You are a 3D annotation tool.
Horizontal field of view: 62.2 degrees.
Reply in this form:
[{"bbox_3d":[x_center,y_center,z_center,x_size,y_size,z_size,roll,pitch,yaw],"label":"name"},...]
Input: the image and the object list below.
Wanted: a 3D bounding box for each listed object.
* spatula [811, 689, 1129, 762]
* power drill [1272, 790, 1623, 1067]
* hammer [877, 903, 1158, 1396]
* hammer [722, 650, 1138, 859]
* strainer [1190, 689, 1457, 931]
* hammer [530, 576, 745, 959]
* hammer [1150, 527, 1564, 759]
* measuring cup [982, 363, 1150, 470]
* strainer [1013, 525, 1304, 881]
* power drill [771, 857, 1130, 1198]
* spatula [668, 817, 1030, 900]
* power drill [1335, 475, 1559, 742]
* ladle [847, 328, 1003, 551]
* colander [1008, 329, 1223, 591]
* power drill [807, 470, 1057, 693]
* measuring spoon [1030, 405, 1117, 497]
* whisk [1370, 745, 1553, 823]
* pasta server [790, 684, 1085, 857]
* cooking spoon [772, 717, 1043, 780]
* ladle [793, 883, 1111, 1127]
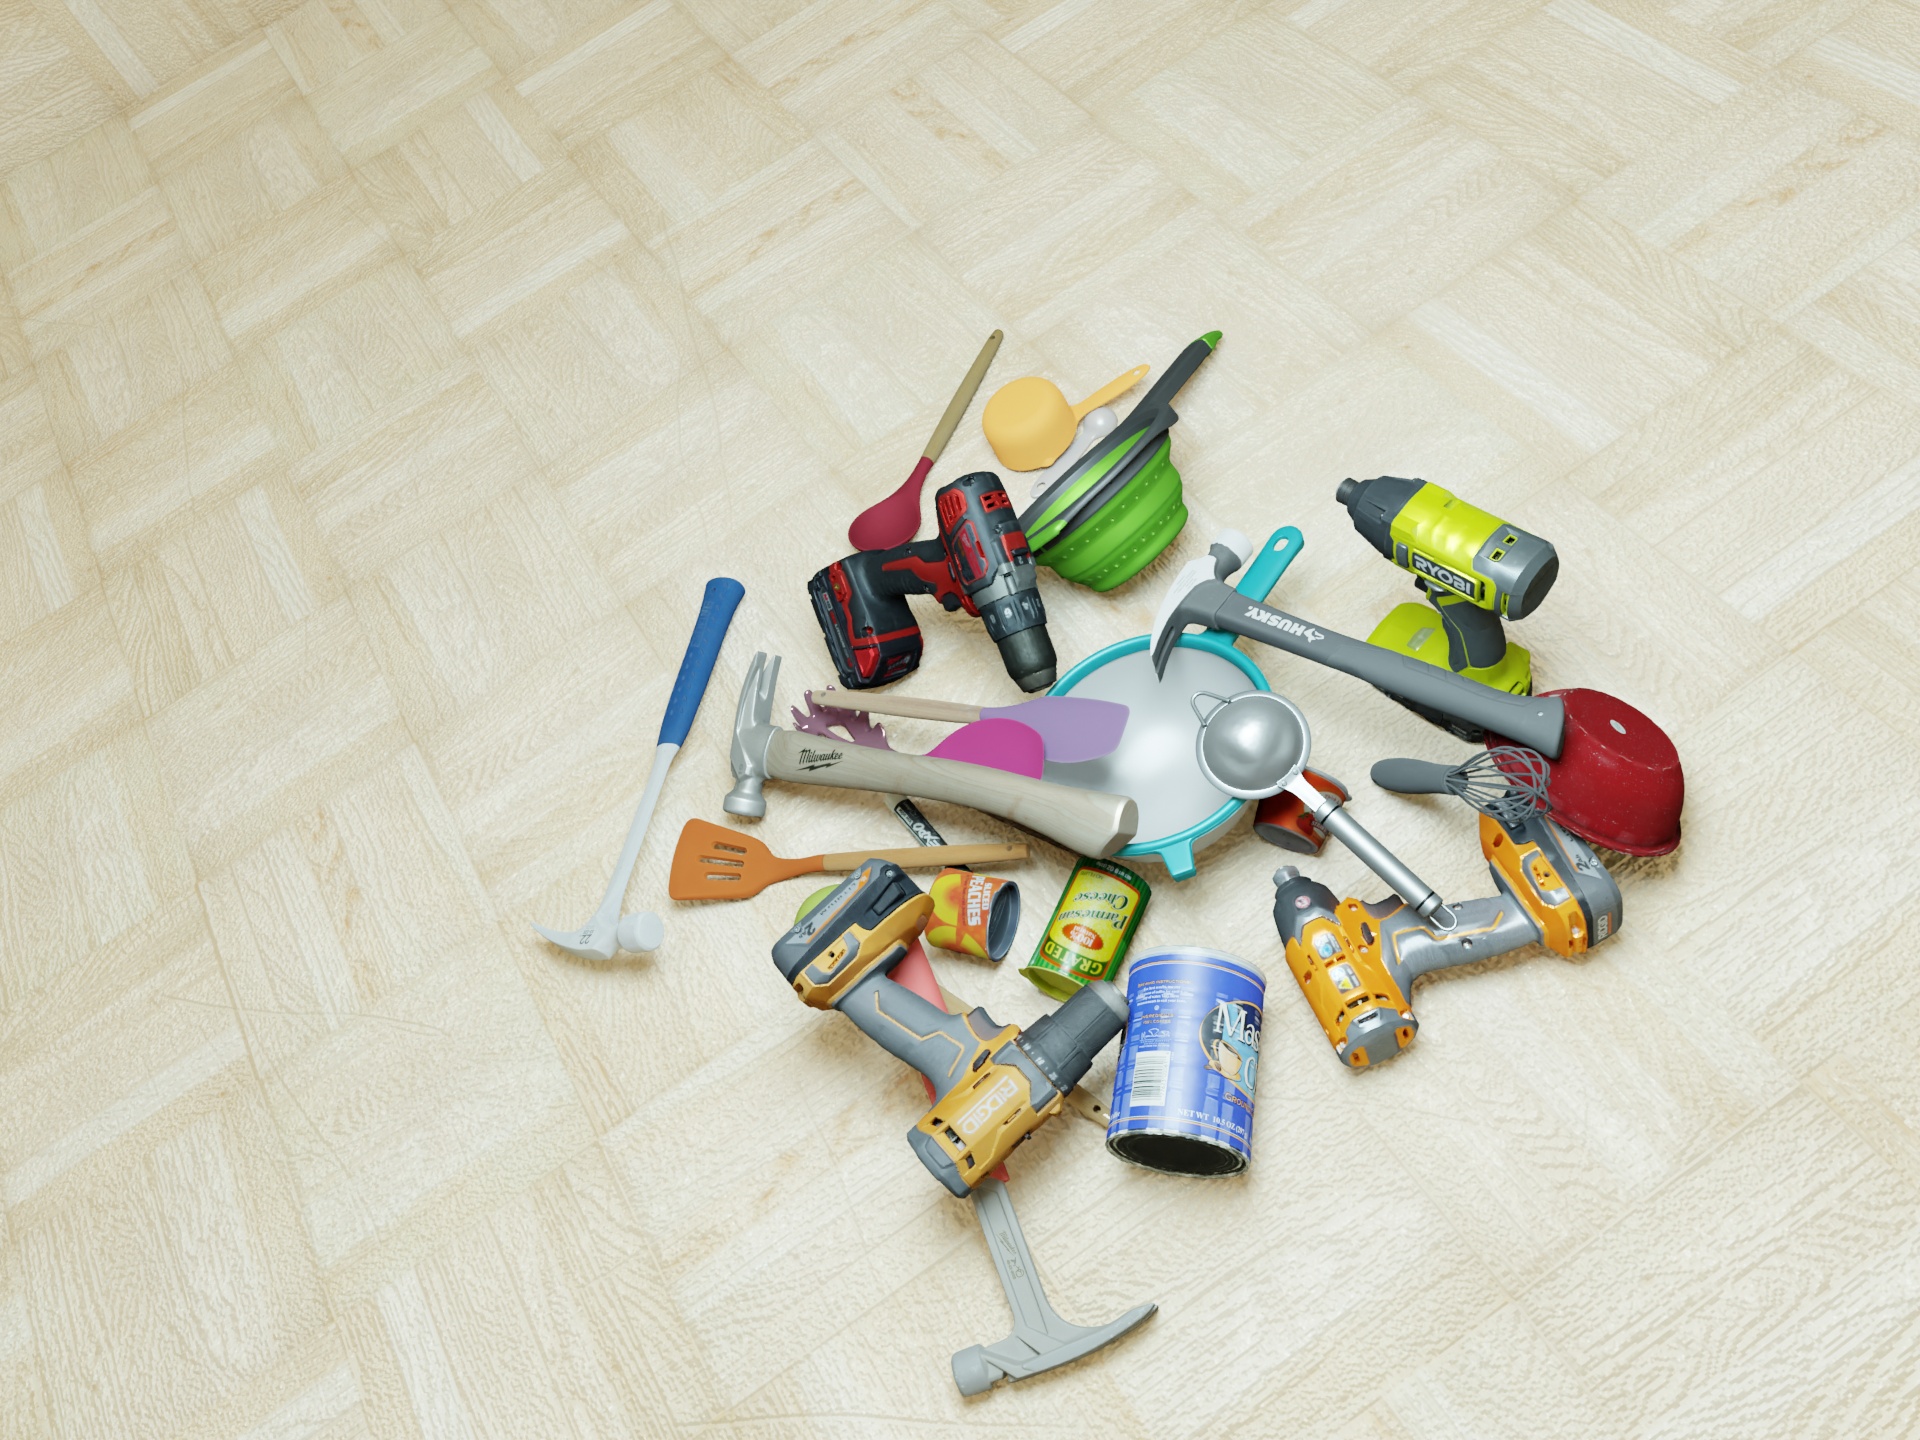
[{"bbox_3d":[-0.002,-0.004,1.336,0.316,0.018,0.060,7,65,35],"label":"spatula"},{"bbox_3d":[0.348,0.138,1.179,0.226,0.084,0.164,-27,52,4],"label":"power drill"},{"bbox_3d":[0.011,0.296,1.178,0.149,0.036,0.359,-24,63,3],"label":"hammer"},{"bbox_3d":[-0.034,0.037,1.301,0.411,0.038,0.146,9,89,37],"label":"hammer"},{"bbox_3d":[0.262,0.060,1.161,0.087,0.050,0.259,-45,71,-1],"label":"strainer"},{"bbox_3d":[-0.277,0.035,1.460,0.144,0.035,0.406,-12,49,34],"label":"hammer"},{"bbox_3d":[0.297,-0.043,1.206,0.335,0.035,0.146,26,65,35],"label":"hammer"},{"bbox_3d":[0.100,-0.315,1.551,0.173,0.052,0.095,-29,48,11],"label":"measuring cup"},{"bbox_3d":[0.198,-0.011,1.310,0.211,0.095,0.340,22,66,37],"label":"strainer"},{"bbox_3d":[-0.005,0.203,1.160,0.185,0.084,0.226,-42,69,-6],"label":"power drill"},{"bbox_3d":[-0.096,0.116,1.349,0.322,0.041,0.081,-6,56,22],"label":"spatula"},{"bbox_3d":[0.370,-0.092,1.231,0.171,0.223,0.080,35,73,33],"label":"power drill"},{"bbox_3d":[-0.024,-0.282,1.605,0.069,0.031,0.315,16,62,23],"label":"ladle"},{"bbox_3d":[0.175,-0.233,1.469,0.204,0.094,0.397,-29,18,51],"label":"colander"},{"bbox_3d":[-0.017,-0.092,1.373,0.226,0.080,0.188,-22,87,45],"label":"power drill"},{"bbox_3d":[0.108,-0.265,1.555,0.034,0.018,0.124,32,73,32],"label":"measuring spoon"},{"bbox_3d":[0.360,0.043,1.171,0.055,0.239,0.055,0,90,-12],"label":"whisk"},{"bbox_3d":[-0.017,0.049,1.380,0.316,0.040,0.060,24,57,28],"label":"pasta server"},{"bbox_3d":[-0.060,0.039,1.354,0.319,0.017,0.069,-4,80,37],"label":"cooking spoon"},{"bbox_3d":[-0.008,0.229,1.265,0.320,0.062,0.078,32,70,25],"label":"ladle"}]
